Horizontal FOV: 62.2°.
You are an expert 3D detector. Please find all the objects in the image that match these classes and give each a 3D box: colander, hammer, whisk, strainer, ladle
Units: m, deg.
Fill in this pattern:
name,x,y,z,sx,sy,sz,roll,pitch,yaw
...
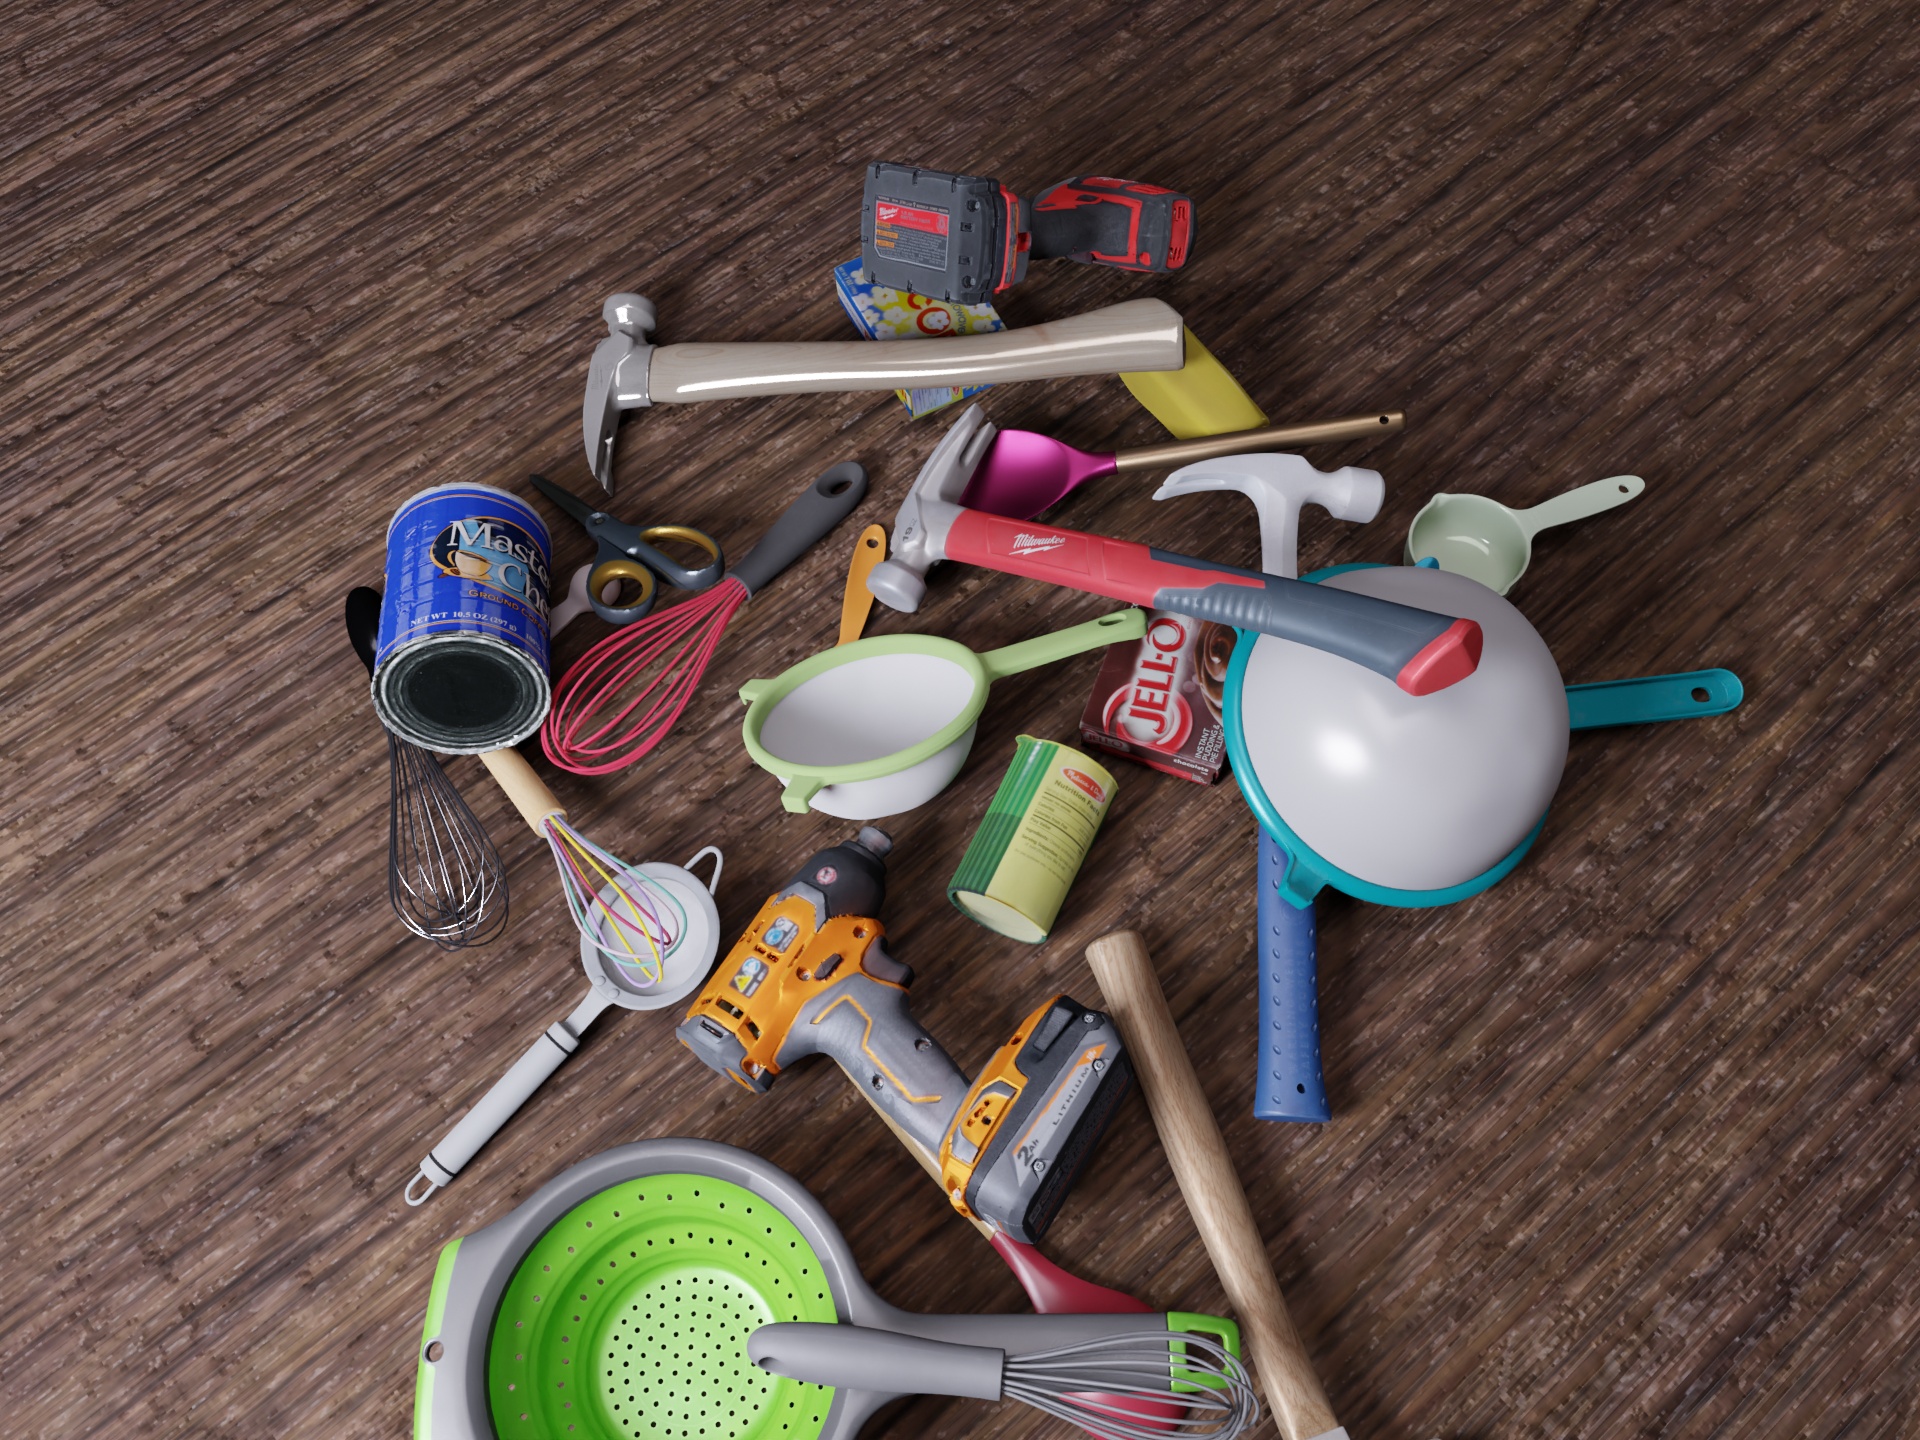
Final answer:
name,x,y,z,sx,sy,sz,roll,pitch,yaw
colander,-0.062,0.322,0.804,0.397,0.094,0.205,0,64,0
hammer,-0.056,-0.231,1.069,0.410,0.038,0.146,-1,70,12
hammer,0.185,0.027,0.937,0.144,0.035,0.406,7,71,-11
whisk,0.018,0.302,0.736,0.239,0.055,0.055,4,64,6
hammer,0.119,-0.096,0.923,0.387,0.038,0.143,18,74,37
strainer,-0.223,0.176,0.914,0.087,0.050,0.258,38,77,22
strainer,0.324,-0.013,0.912,0.340,0.095,0.211,-6,74,-14
ladle,0.005,0.259,0.869,0.069,0.031,0.316,-36,65,-20
whisk,-0.157,-0.075,1.027,0.073,0.073,0.296,34,64,18
whisk,-0.230,0.069,0.933,0.051,0.047,0.245,-45,51,-5
strainer,-0.002,-0.003,0.969,0.256,0.069,0.152,-18,32,-10
whisk,-0.341,0.022,0.991,0.070,0.070,0.285,-23,60,-8
hammer,0.137,0.264,0.846,0.130,0.031,0.332,-10,59,-19

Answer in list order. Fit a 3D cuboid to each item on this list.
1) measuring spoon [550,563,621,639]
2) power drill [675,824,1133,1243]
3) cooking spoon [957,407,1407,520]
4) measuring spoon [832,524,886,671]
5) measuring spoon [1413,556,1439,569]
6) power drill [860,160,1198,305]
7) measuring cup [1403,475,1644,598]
name,x,y,z,sx,sy,sz,roll,pitch,yaw
measuring spoon,-0.277,-0.063,1.046,0.124,0.018,0.034,-42,69,-15
power drill,-0.023,0.160,0.866,0.227,0.084,0.164,26,69,23
cooking spoon,0.128,-0.173,1.044,0.319,0.017,0.069,-7,82,14
measuring spoon,-0.067,-0.081,1.051,0.021,0.011,0.117,11,61,0
measuring spoon,0.265,-0.046,0.995,0.042,0.021,0.128,29,82,25
power drill,0.044,-0.339,1.089,0.219,0.078,0.143,-18,32,-40
measuring cup,0.365,-0.120,1.031,0.167,0.038,0.083,-20,64,-9
